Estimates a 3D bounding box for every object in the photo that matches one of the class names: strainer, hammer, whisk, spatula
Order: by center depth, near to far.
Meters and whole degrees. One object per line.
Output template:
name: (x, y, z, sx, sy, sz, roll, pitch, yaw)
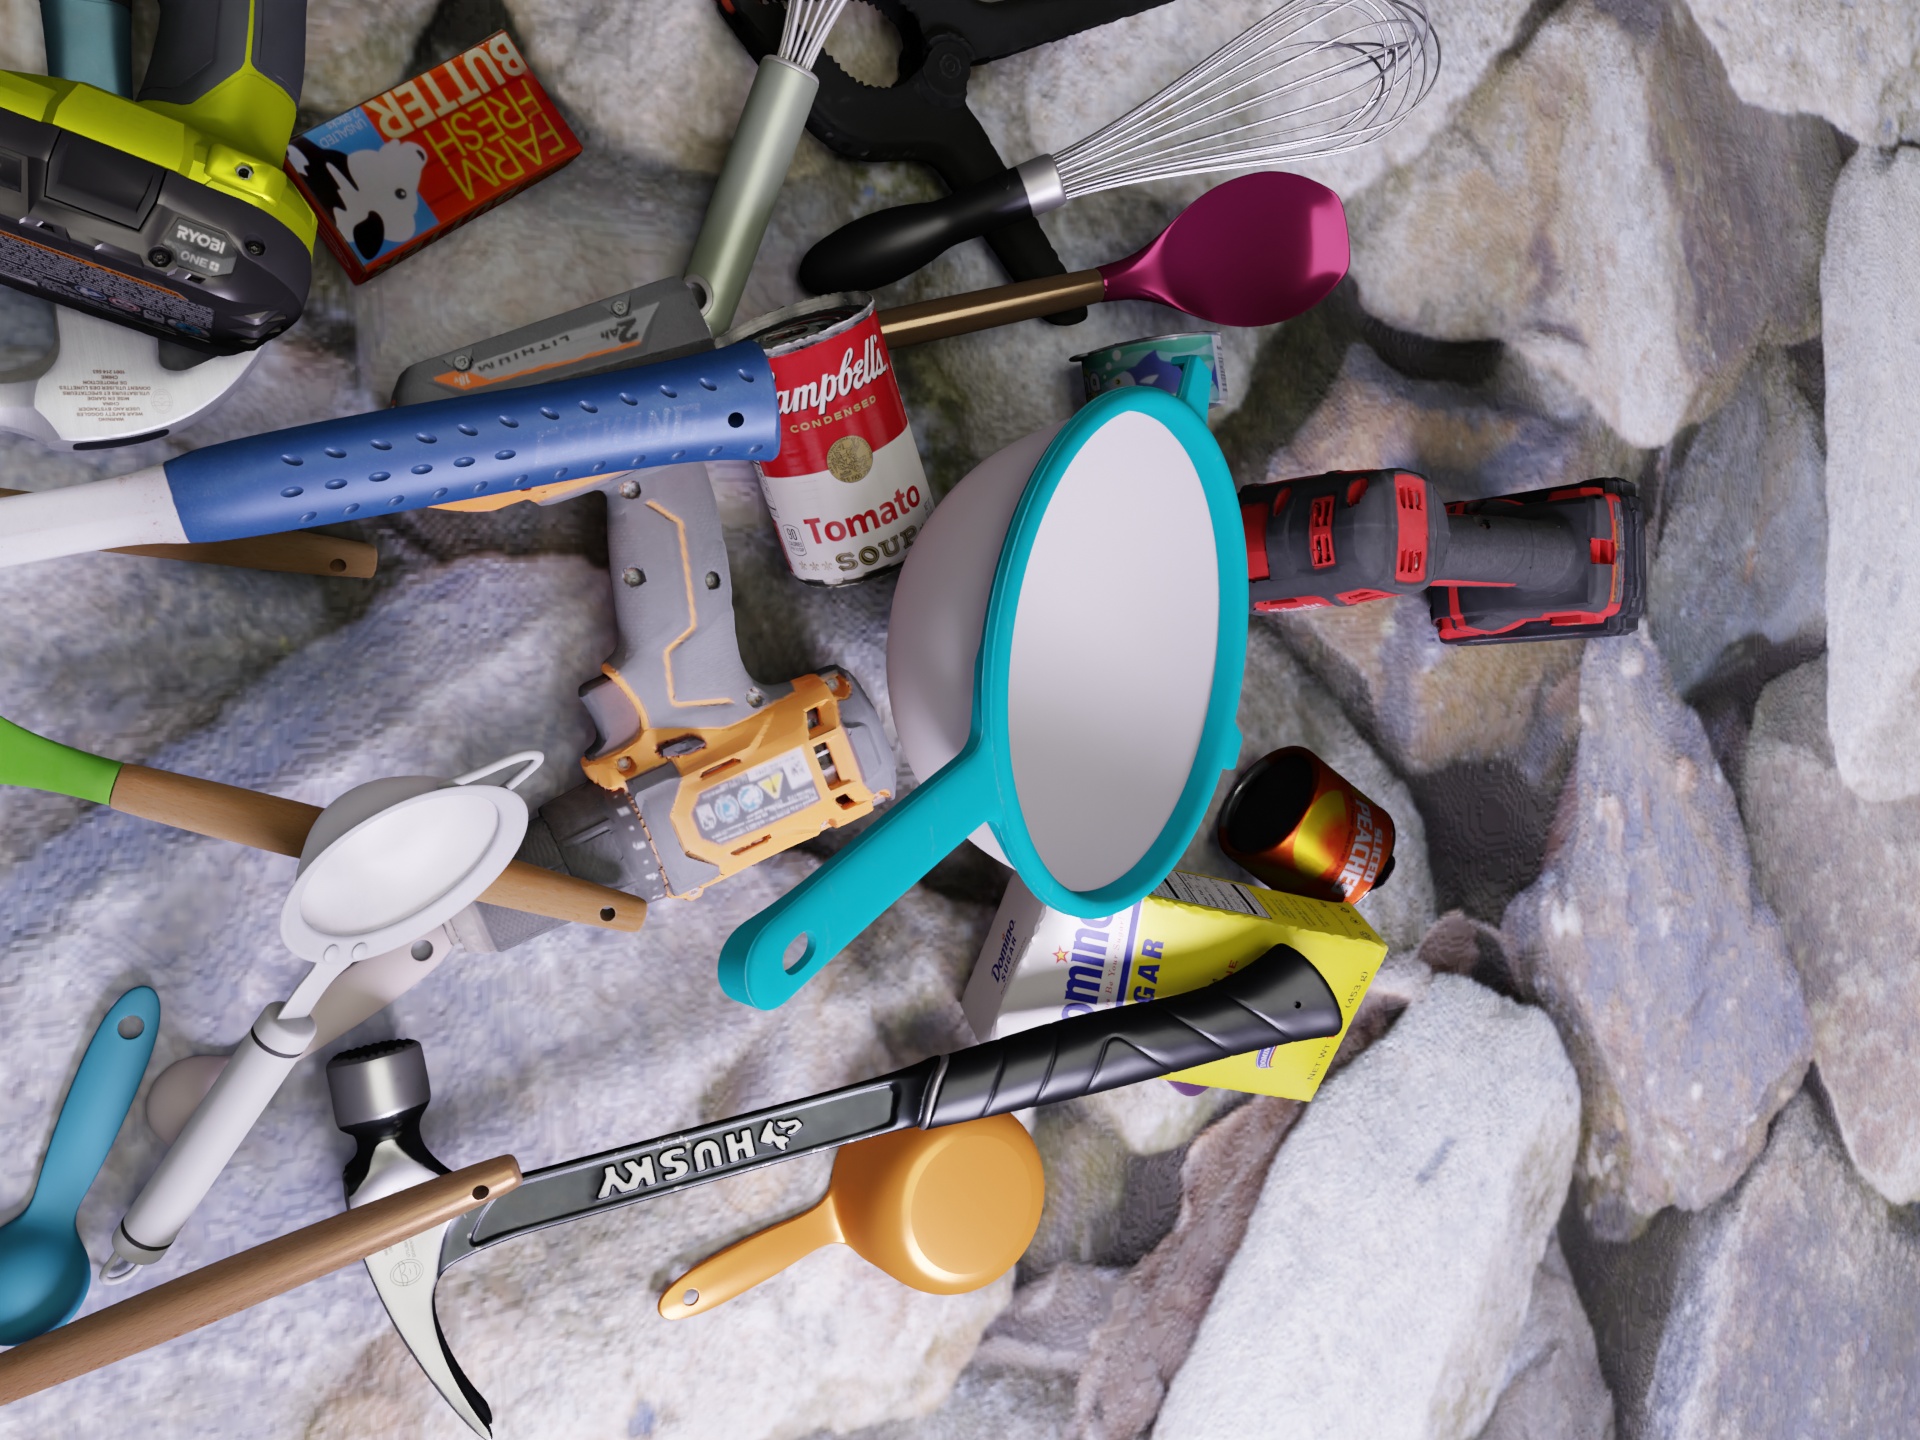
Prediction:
hammer: (-0.254, -0.070, 0.488, 0.405, 0.035, 0.144, -15, 116, -19)
spatula: (-0.299, 0.218, 0.524, 0.317, 0.044, 0.082, -21, 111, -15)
strainer: (-0.226, 0.097, 0.537, 0.258, 0.050, 0.086, -53, 156, 11)
hammer: (-0.303, -0.259, 0.547, 0.128, 0.033, 0.331, -4, 92, -27)
strainer: (-0.001, -0.002, 0.609, 0.340, 0.095, 0.210, -39, 128, -45)
whisk: (-0.065, -0.268, 0.639, 0.059, 0.058, 0.246, 0, 114, -67)
hammer: (-0.029, 0.160, 0.642, 0.409, 0.036, 0.149, -11, 88, -17)
whisk: (0.064, -0.240, 0.673, 0.284, 0.070, 0.070, -20, 101, 5)
spatula: (0.062, 0.041, 0.750, 0.060, 0.018, 0.315, -30, 104, -23)

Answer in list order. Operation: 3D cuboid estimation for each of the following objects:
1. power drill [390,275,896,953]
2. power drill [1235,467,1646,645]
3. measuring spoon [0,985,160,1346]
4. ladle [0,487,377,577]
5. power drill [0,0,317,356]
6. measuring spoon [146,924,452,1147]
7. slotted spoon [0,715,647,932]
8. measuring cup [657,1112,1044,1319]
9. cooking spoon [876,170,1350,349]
power drill: (-0.143, -0.033, 0.608, 0.185, 0.084, 0.226, -25, 107, -17)
power drill: (0.216, -0.079, 0.770, 0.219, 0.143, 0.078, 0, 89, -35)
measuring spoon: (-0.307, 0.155, 0.550, 0.042, 0.021, 0.129, 23, 81, -26)
ladle: (-0.353, -0.066, 0.509, 0.320, 0.062, 0.078, 6, 124, -31)
power drill: (-0.267, -0.252, 0.505, 0.190, 0.080, 0.228, 17, 80, -25)
measuring spoon: (-0.240, 0.114, 0.589, 0.124, 0.018, 0.034, -37, 106, -24)
slotted spoon: (-0.259, 0.027, 0.541, 0.313, 0.031, 0.070, 18, 99, -18)
measuring cup: (-0.041, 0.217, 0.674, 0.173, 0.052, 0.095, -19, 99, -29)
cooking spoon: (0.038, -0.190, 0.710, 0.319, 0.017, 0.068, -17, 105, -18)
